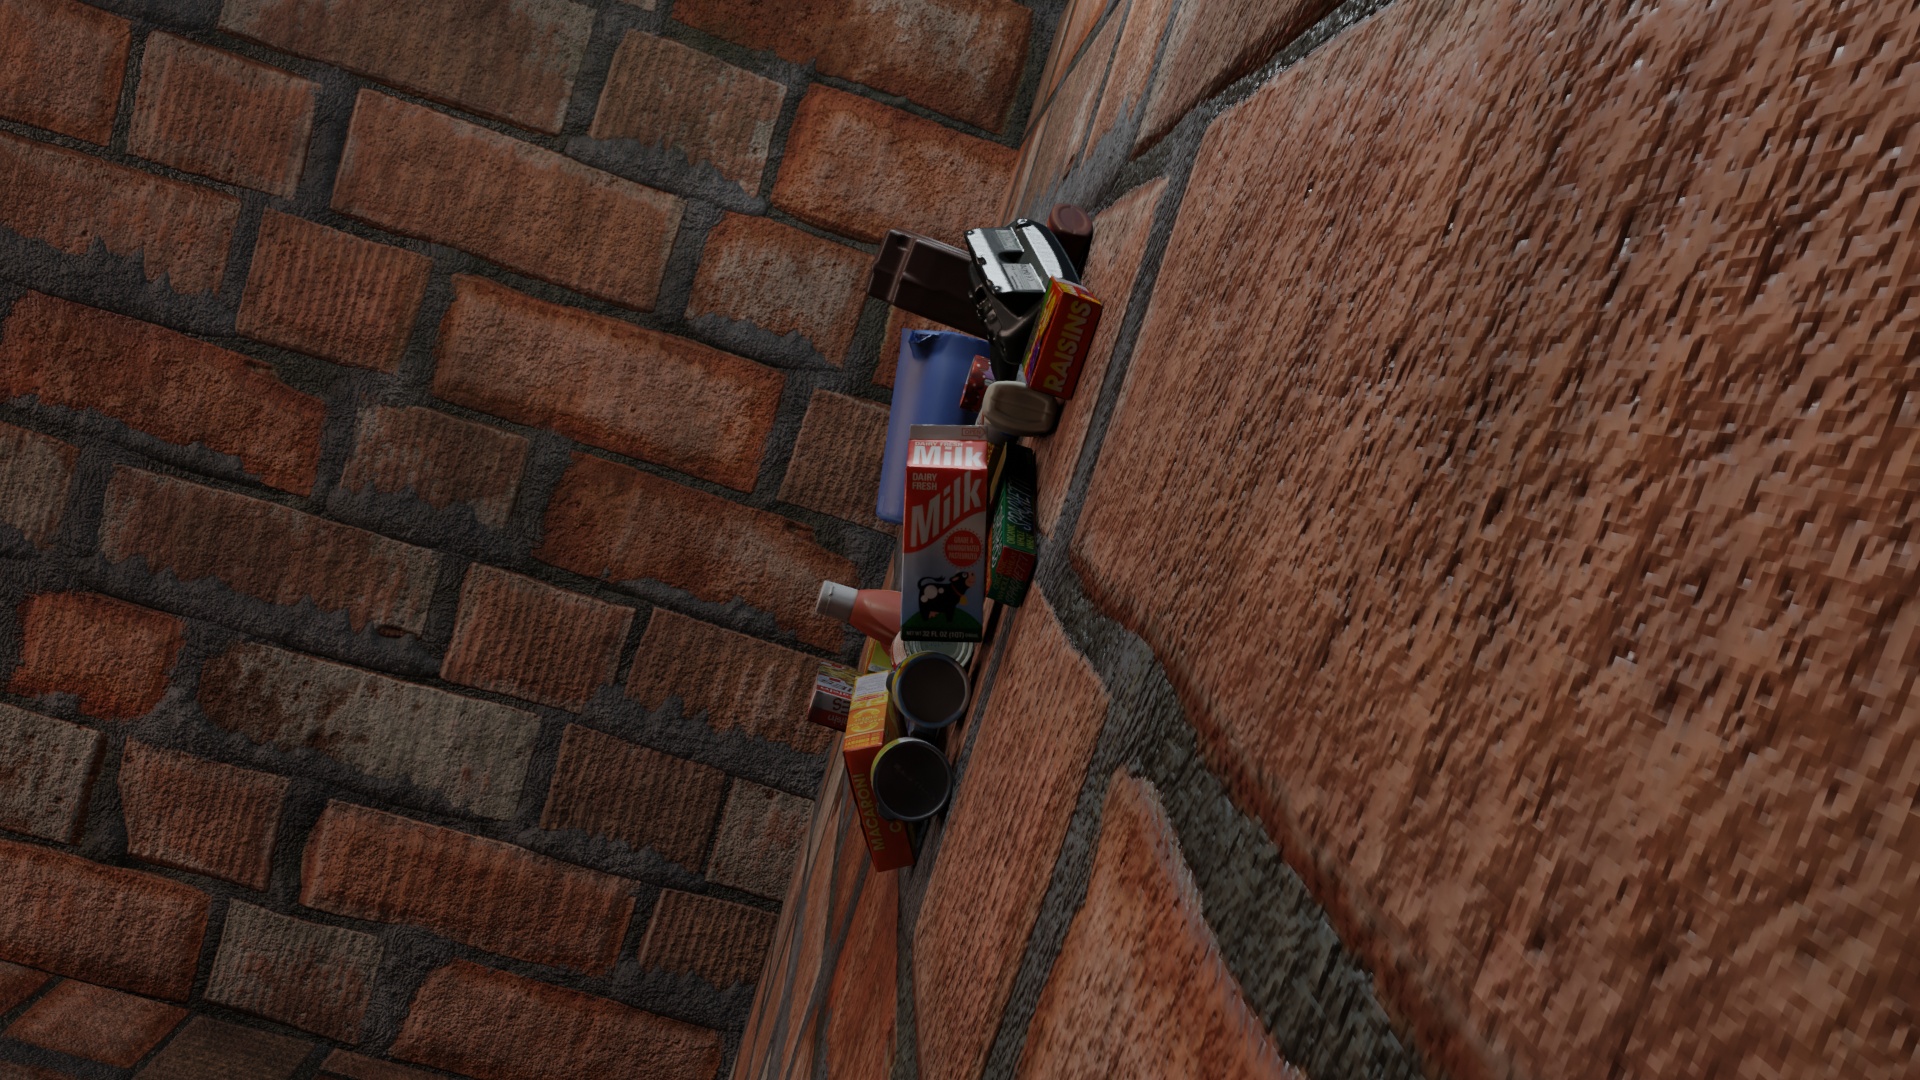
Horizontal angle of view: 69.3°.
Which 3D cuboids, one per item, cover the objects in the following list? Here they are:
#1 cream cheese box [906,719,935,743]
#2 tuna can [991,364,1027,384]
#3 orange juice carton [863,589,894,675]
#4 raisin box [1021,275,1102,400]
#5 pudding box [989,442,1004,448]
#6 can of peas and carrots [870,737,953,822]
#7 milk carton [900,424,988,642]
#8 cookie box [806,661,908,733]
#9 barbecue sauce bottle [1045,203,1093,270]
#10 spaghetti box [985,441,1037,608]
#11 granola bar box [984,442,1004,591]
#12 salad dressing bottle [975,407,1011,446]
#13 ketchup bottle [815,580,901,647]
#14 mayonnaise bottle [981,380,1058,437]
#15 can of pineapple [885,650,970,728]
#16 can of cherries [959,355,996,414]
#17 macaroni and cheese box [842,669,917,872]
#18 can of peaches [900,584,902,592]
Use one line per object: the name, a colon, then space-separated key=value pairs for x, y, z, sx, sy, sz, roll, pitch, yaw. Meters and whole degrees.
cream cheese box: x=-0.036 y=0.171 z=1.419 sx=0.053 sy=0.024 sz=0.104 roll=112 pitch=173 yaw=-46
tuna can: x=0.053 y=-0.171 z=1.545 sx=0.071 sy=0.033 sz=0.071 roll=-159 pitch=86 yaw=-85
orange juice carton: x=-0.071 y=0.129 z=1.669 sx=0.193 sy=0.072 sz=0.072 roll=-90 pitch=17 yaw=-74
raisin box: x=0.085 y=-0.175 z=1.188 sx=0.124 sy=0.040 sz=0.086 roll=-93 pitch=21 yaw=-73
pudding box: x=0.028 y=-0.057 z=1.454 sx=0.049 sy=0.030 sz=0.083 roll=161 pitch=126 yaw=-83
can of peas and carrots: x=-0.043 y=0.200 z=1.157 sx=0.058 sy=0.071 sz=0.071 roll=140 pitch=147 yaw=-82
milk carton: x=-0.013 y=-0.007 z=1.212 sx=0.073 sy=0.072 sz=0.190 roll=84 pitch=-173 yaw=-85
cookie box: x=-0.112 y=0.191 z=1.619 sx=0.167 sy=0.123 sz=0.040 roll=-120 pitch=47 yaw=-83
barbecue sauce bottle: x=0.089 y=-0.260 z=1.393 sx=0.065 sy=0.044 sz=0.147 roll=-89 pitch=15 yaw=-49
spaghetti box: x=0.043 y=-0.019 z=1.175 sx=0.251 sy=0.029 sz=0.050 roll=-85 pitch=12 yaw=-67
granola bar box: x=0.005 y=-0.017 z=1.368 sx=0.124 sy=0.039 sz=0.165 roll=-153 pitch=80 yaw=-69
salad dressing bottle: x=0.037 y=-0.124 z=1.500 sx=0.147 sy=0.044 sz=0.064 roll=121 pitch=164 yaw=-71
ketchup bottle: x=-0.081 y=0.081 z=1.496 sx=0.043 sy=0.149 sz=0.065 roll=116 pitch=170 yaw=-53
mayonnaise bottle: x=0.050 y=-0.116 z=1.249 sx=0.148 sy=0.065 sz=0.041 roll=-124 pitch=49 yaw=-88
can of pineapple: x=-0.028 y=0.131 z=1.219 sx=0.058 sy=0.071 sz=0.071 roll=150 pitch=137 yaw=-83
can of cherries: x=0.035 y=-0.175 z=1.611 sx=0.071 sy=0.058 sz=0.071 roll=-158 pitch=85 yaw=-85
macaroni and cheese box: x=-0.072 y=0.210 z=1.287 sx=0.167 sy=0.040 sz=0.123 roll=-89 pitch=-14 yaw=-73
can of peaches: x=-0.036 y=0.045 z=1.651 sx=0.071 sy=0.058 sz=0.071 roll=-159 pitch=85 yaw=-85
